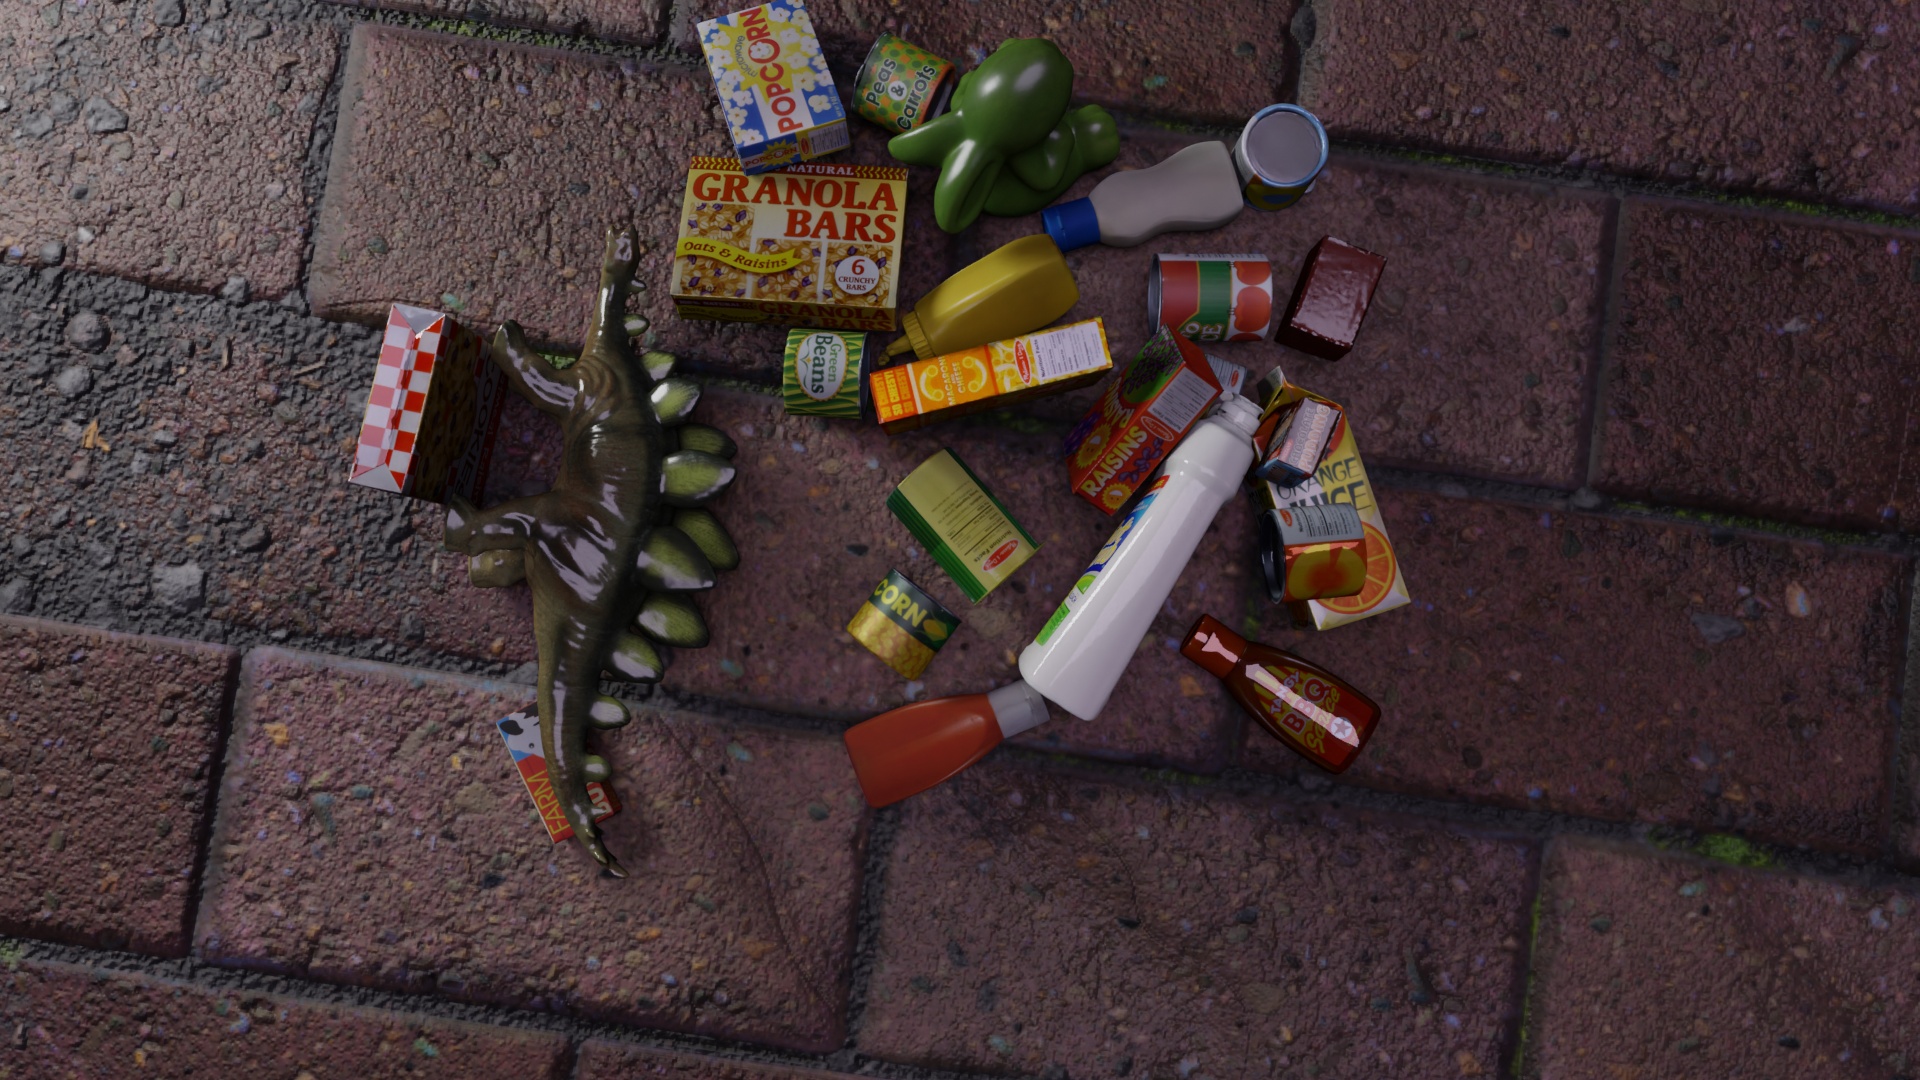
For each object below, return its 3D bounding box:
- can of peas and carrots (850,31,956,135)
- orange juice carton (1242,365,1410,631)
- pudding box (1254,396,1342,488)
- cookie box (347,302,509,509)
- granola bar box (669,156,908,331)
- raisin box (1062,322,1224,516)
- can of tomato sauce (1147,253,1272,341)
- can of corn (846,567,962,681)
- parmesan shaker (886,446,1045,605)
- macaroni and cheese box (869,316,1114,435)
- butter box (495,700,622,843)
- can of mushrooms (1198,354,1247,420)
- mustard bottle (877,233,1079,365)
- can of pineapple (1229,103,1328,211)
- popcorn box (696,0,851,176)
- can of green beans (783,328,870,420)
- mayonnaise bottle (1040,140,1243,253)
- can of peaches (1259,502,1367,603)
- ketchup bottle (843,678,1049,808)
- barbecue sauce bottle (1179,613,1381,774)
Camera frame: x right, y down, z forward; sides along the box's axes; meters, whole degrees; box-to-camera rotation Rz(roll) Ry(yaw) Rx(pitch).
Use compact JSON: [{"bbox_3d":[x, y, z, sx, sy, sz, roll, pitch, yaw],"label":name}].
[{"bbox_3d":[-0.043,-0.343,1.054,0.059,0.071,0.071,26,87,1],"label":"can of peas and carrots"},{"bbox_3d":[0.259,-0.033,1.032,0.073,0.072,0.192,-18,87,-2],"label":"orange juice carton"},{"bbox_3d":[0.231,-0.066,0.955,0.030,0.083,0.049,23,88,4],"label":"pudding box"},{"bbox_3d":[-0.373,-0.089,0.989,0.040,0.167,0.123,12,86,-2],"label":"cookie box"},{"bbox_3d":[-0.125,-0.224,1.047,0.166,0.039,0.124,4,70,1],"label":"granola bar box"},{"bbox_3d":[0.129,-0.088,1.006,0.040,0.086,0.123,33,112,-18],"label":"raisin box"},{"bbox_3d":[0.186,-0.181,1.045,0.083,0.071,0.071,0,86,0],"label":"can of tomato sauce"},{"bbox_3d":[-0.043,0.061,1.026,0.071,0.071,0.058,38,88,2],"label":"can of corn"},{"bbox_3d":[0.004,-0.013,1.035,0.071,0.071,0.103,-41,86,-2],"label":"parmesan shaker"},{"bbox_3d":[0.020,-0.118,1.011,0.166,0.123,0.040,-14,90,-1],"label":"macaroni and cheese box"},{"bbox_3d":[-0.301,0.169,1.042,0.053,0.024,0.103,-27,86,-1],"label":"butter box"},{"bbox_3d":[0.186,-0.102,1.041,0.033,0.071,0.071,20,87,1],"label":"can of mushrooms"},{"bbox_3d":[0.007,-0.173,1.047,0.160,0.065,0.049,-24,47,5],"label":"mustard bottle"},{"bbox_3d":[0.243,-0.291,1.056,0.071,0.058,0.071,0,86,0],"label":"can of pineapple"},{"bbox_3d":[-0.141,-0.344,1.051,0.085,0.038,0.127,-18,68,-4],"label":"popcorn box"},{"bbox_3d":[-0.100,-0.125,1.041,0.058,0.071,0.071,4,86,1],"label":"can of green beans"},{"bbox_3d":[0.137,-0.256,1.064,0.148,0.041,0.065,-16,85,0],"label":"mayonnaise bottle"},{"bbox_3d":[0.243,0.010,0.960,0.058,0.071,0.071,-6,86,-1],"label":"can of peaches"},{"bbox_3d":[-0.008,0.144,1.034,0.149,0.043,0.064,-21,87,-1],"label":"ketchup bottle"},{"bbox_3d":[0.235,0.110,1.036,0.148,0.043,0.065,34,88,3],"label":"barbecue sauce bottle"}]
